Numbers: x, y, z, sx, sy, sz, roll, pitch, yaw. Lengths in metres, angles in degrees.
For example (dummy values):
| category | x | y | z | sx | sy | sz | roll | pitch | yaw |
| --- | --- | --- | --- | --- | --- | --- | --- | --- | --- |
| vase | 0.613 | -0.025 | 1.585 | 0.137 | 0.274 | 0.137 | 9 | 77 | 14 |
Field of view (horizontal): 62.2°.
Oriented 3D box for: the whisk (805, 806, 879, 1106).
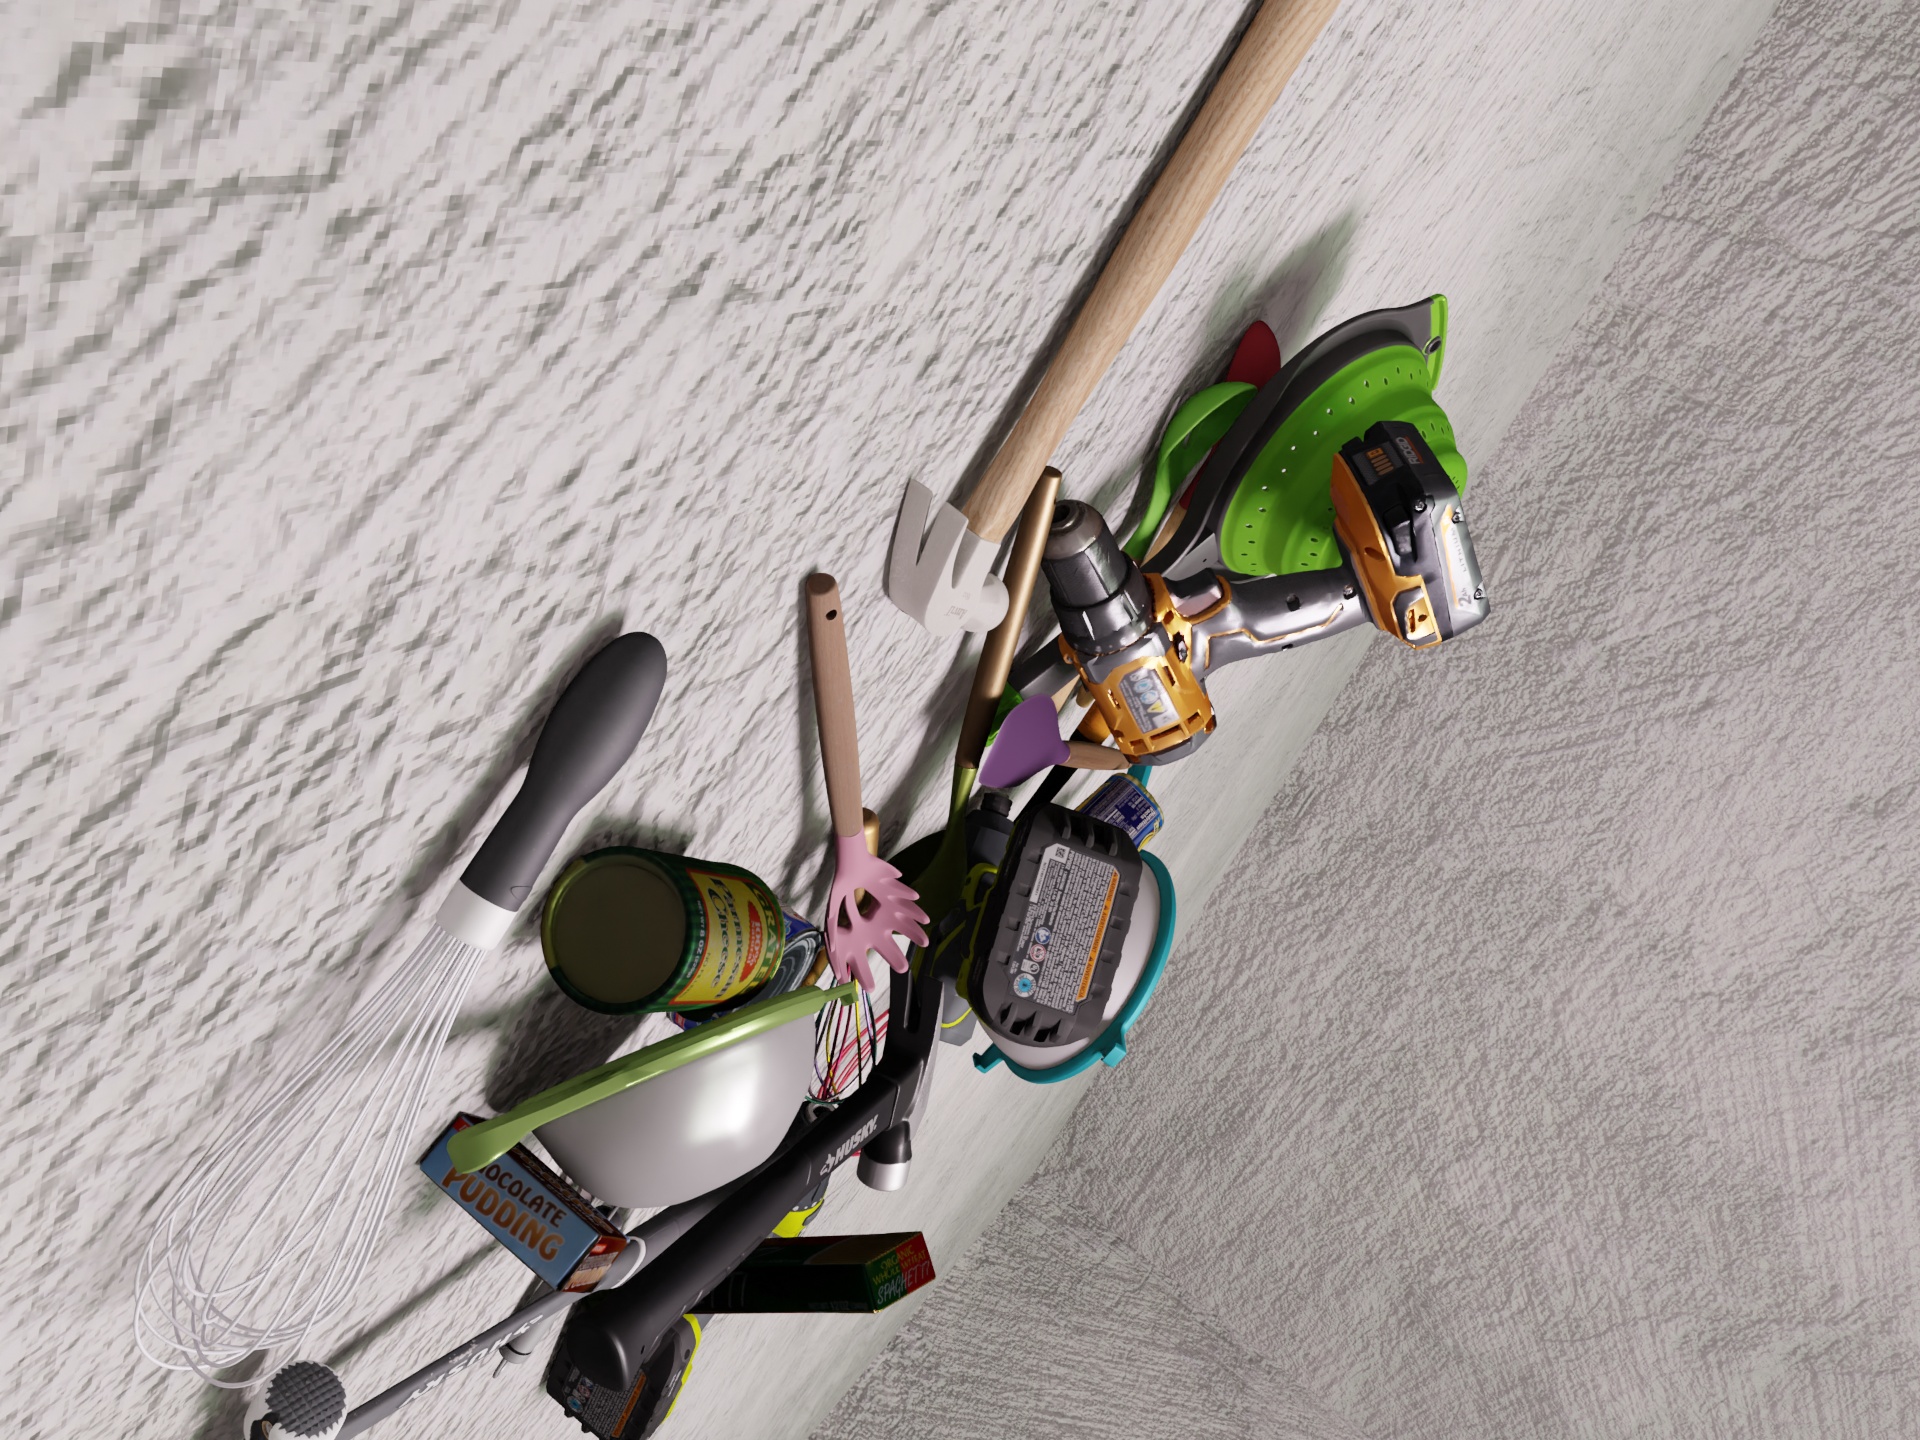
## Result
| category | x | y | z | sx | sy | sz | roll | pitch | yaw |
| --- | --- | --- | --- | --- | --- | --- | --- | --- | --- |
| whisk | -0.068 | 0.147 | 0.940 | 0.047 | 0.051 | 0.244 | -86 | -178 | -54 |

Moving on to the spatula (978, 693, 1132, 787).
| category | x | y | z | sx | sy | sz | roll | pitch | yaw |
| --- | --- | --- | --- | --- | --- | --- | --- | --- | --- |
| spatula | 0.070 | 0.019 | 1.009 | 0.060 | 0.018 | 0.315 | -65 | 162 | 5 |

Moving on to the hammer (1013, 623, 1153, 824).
| category | x | y | z | sx | sy | sz | roll | pitch | yaw |
| --- | --- | --- | --- | --- | --- | --- | --- | --- | --- |
| hammer | 0.103 | 0.002 | 1.143 | 0.337 | 0.034 | 0.127 | -53 | 163 | 14 |

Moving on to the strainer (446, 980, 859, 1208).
| category | x | y | z | sx | sy | sz | roll | pitch | yaw |
| --- | --- | --- | --- | --- | --- | --- | --- | --- | --- |
| strainer | -0.133 | 0.175 | 0.668 | 0.151 | 0.069 | 0.256 | -24 | 173 | 10 |

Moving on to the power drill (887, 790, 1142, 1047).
| category | x | y | z | sx | sy | sz | roll | pitch | yaw |
| --- | --- | --- | --- | --- | --- | --- | --- | --- | --- |
| power drill | 0.027 | 0.121 | 0.998 | 0.223 | 0.080 | 0.171 | 160 | -51 | -71 |

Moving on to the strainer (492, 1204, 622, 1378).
| category | x | y | z | sx | sy | sz | roll | pitch | yaw |
| --- | --- | --- | --- | --- | --- | --- | --- | --- | --- |
| strainer | -0.194 | 0.278 | 0.898 | 0.258 | 0.050 | 0.087 | -54 | 179 | 12 |

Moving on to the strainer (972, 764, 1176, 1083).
| category | x | y | z | sx | sy | sz | roll | pitch | yaw |
| --- | --- | --- | --- | --- | --- | --- | --- | --- | --- |
| strainer | 0.089 | 0.123 | 1.308 | 0.211 | 0.095 | 0.341 | -21 | -137 | 55 |

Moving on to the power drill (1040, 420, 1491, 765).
| category | x | y | z | sx | sy | sz | roll | pitch | yaw |
| --- | --- | --- | --- | --- | --- | --- | --- | --- | --- |
| power drill | 0.160 | -0.082 | 0.880 | 0.226 | 0.084 | 0.185 | -24 | 132 | 10 |

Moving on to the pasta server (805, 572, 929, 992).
| category | x | y | z | sx | sy | sz | roll | pitch | yaw |
| --- | --- | --- | --- | --- | --- | --- | --- | --- | --- |
| pasta server | -0.052 | 0.041 | 0.769 | 0.060 | 0.040 | 0.316 | -30 | 149 | -20 |

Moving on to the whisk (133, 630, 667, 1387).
| category | x | y | z | sx | sy | sz | roll | pitch | yaw |
| --- | --- | --- | --- | --- | --- | --- | --- | --- | --- |
| whisk | -0.178 | 0.092 | 0.530 | 0.284 | 0.070 | 0.070 | -58 | 165 | -4 |

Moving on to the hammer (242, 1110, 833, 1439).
| category | x | y | z | sx | sy | sz | roll | pitch | yaw |
| --- | --- | --- | --- | --- | --- | --- | --- | --- | --- |
| hammer | -0.192 | 0.292 | 0.819 | 0.409 | 0.036 | 0.149 | -16 | 147 | -54 |

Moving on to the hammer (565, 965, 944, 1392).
| category | x | y | z | sx | sy | sz | roll | pitch | yaw |
| --- | --- | --- | --- | --- | --- | --- | --- | --- | --- |
| hammer | -0.091 | 0.236 | 0.818 | 0.335 | 0.035 | 0.146 | -23 | 127 | -65 |

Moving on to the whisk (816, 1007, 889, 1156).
| category | x | y | z | sx | sy | sz | roll | pitch | yaw |
| --- | --- | --- | --- | --- | --- | --- | --- | --- | --- |
| whisk | -0.024 | 0.211 | 1.229 | 0.296 | 0.073 | 0.073 | -57 | 166 | -16 |

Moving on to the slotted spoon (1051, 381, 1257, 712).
| category | x | y | z | sx | sy | sz | roll | pitch | yaw |
| --- | --- | --- | --- | --- | --- | --- | --- | --- | --- |
| slotted spoon | 0.097 | -0.086 | 1.012 | 0.070 | 0.031 | 0.313 | -24 | 148 | -50 |

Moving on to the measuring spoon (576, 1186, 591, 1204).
| category | x | y | z | sx | sy | sz | roll | pitch | yaw |
| --- | --- | --- | --- | --- | --- | --- | --- | --- | --- |
| measuring spoon | -0.193 | 0.223 | 0.837 | 0.124 | 0.018 | 0.034 | -64 | 163 | 7 |

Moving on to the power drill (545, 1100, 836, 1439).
| category | x | y | z | sx | sy | sz | roll | pitch | yaw |
| --- | --- | --- | --- | --- | --- | --- | --- | --- | --- |
| power drill | -0.170 | 0.375 | 1.103 | 0.228 | 0.080 | 0.190 | -37 | 158 | -54 |

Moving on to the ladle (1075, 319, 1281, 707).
| category | x | y | z | sx | sy | sz | roll | pitch | yaw |
| --- | --- | --- | --- | --- | --- | --- | --- | --- | --- |
| ladle | 0.140 | -0.124 | 1.065 | 0.069 | 0.031 | 0.315 | -38 | 159 | -48 |

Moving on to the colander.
| category | x | y | z | sx | sy | sz | roll | pitch | yaw |
| --- | --- | --- | --- | --- | --- | --- | --- | --- | --- |
| colander | 0.182 | -0.093 | 0.980 | 0.397 | 0.095 | 0.204 | -40 | 154 | -6 |

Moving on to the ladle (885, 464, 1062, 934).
| category | x | y | z | sx | sy | sz | roll | pitch | yaw |
| --- | --- | --- | --- | --- | --- | --- | --- | --- | --- |
| ladle | -0.001 | -0.003 | 0.889 | 0.078 | 0.062 | 0.320 | -54 | 163 | -54 |

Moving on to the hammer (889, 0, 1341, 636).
| category | x | y | z | sx | sy | sz | roll | pitch | yaw |
| --- | --- | --- | --- | --- | --- | --- | --- | --- | --- |
| hammer | 0.066 | -0.182 | 0.710 | 0.331 | 0.031 | 0.130 | -58 | 165 | 11 |
